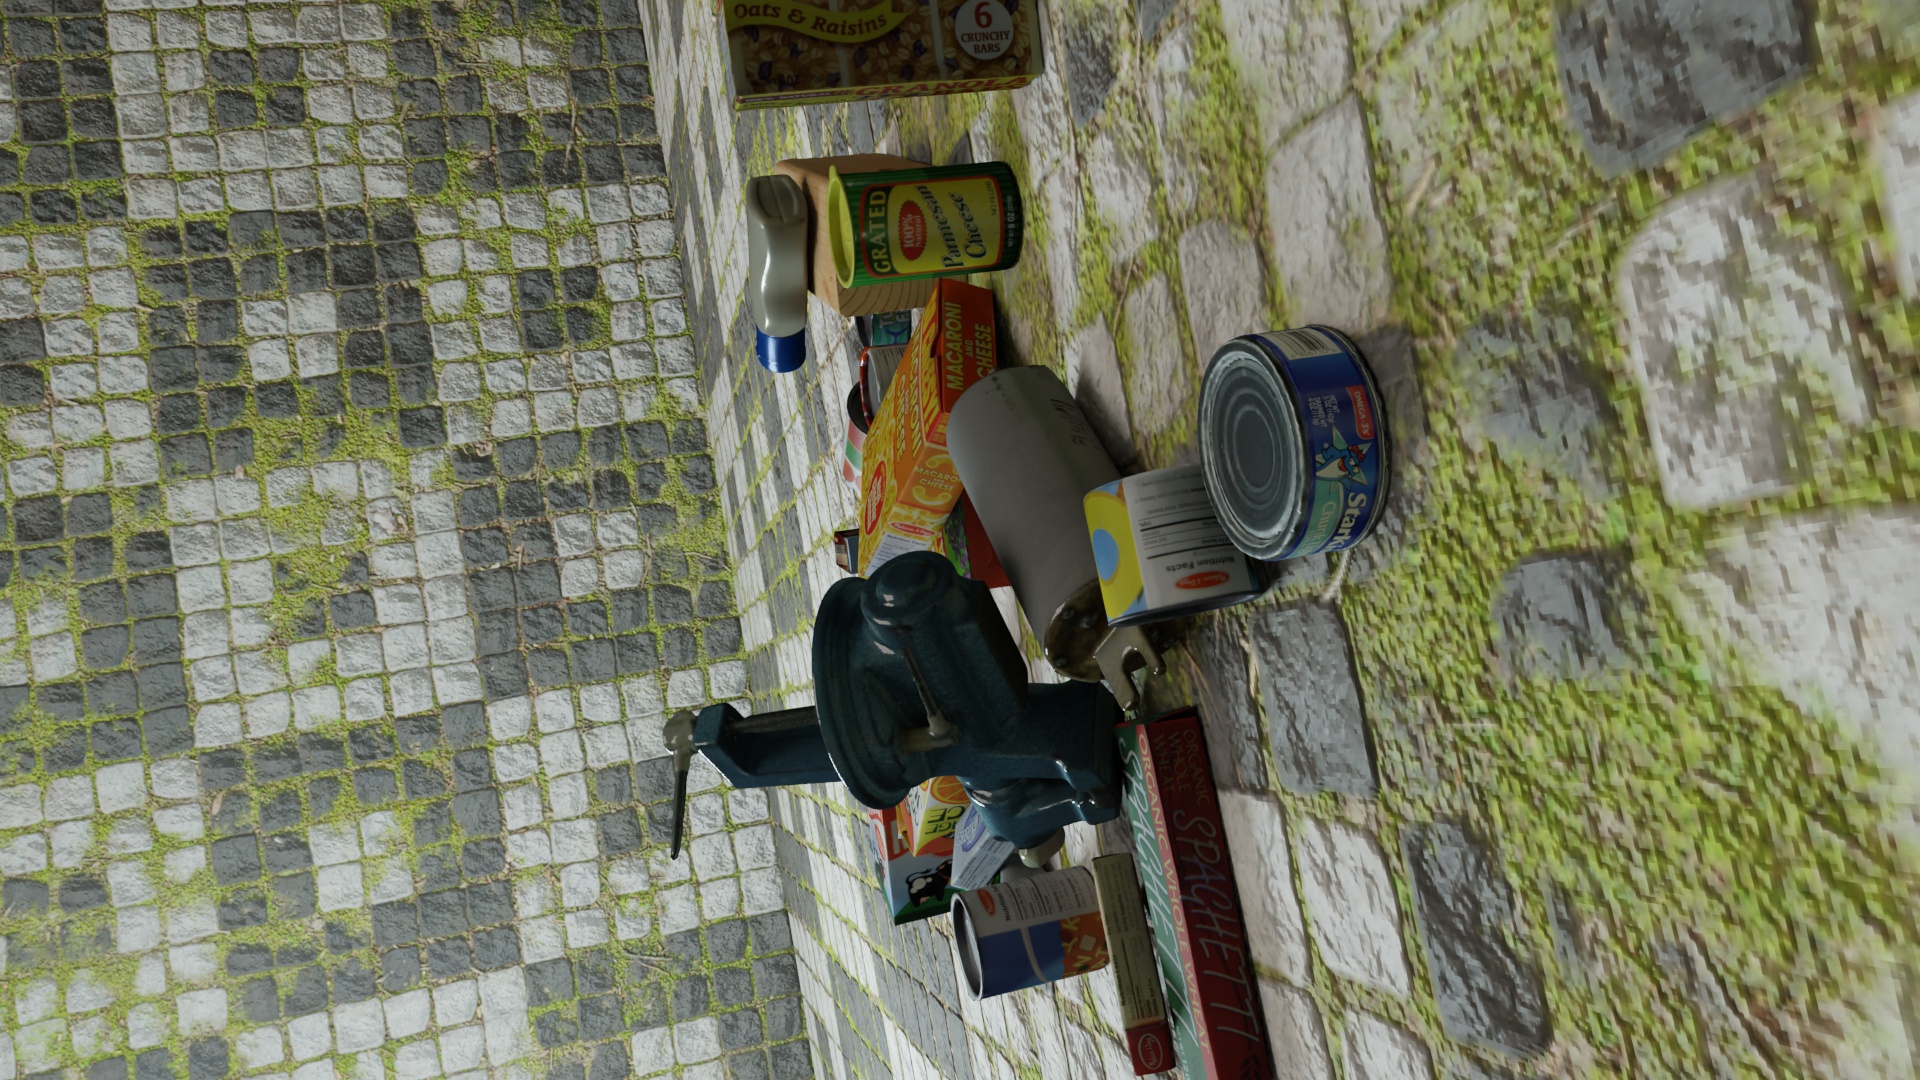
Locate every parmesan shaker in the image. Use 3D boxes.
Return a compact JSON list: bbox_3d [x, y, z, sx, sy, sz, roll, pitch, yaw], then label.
[{"bbox_3d":[-0.022,-0.191,0.824,0.071,0.103,0.071,172,89,-75],"label":"parmesan shaker"}]

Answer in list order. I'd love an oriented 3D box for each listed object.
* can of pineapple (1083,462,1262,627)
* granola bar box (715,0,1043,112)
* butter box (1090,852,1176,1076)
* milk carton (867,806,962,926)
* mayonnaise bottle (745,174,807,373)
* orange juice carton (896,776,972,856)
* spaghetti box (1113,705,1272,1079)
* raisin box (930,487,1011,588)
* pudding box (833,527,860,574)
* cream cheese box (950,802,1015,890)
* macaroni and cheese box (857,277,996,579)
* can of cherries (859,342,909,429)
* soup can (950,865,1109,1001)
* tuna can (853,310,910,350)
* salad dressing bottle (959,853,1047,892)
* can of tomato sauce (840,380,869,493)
[{"bbox_3d":[0.089,0.003,0.593,0.071,0.071,0.058,139,121,-72],"label":"can of pineapple"},{"bbox_3d":[-0.047,-0.298,0.732,0.039,0.166,0.124,-163,65,-74],"label":"granola bar box"},{"bbox_3d":[0.091,0.222,0.737,0.104,0.024,0.052,-98,-5,-48],"label":"butter box"},{"bbox_3d":[-0.038,0.221,1.159,0.072,0.073,0.189,-124,26,-58],"label":"milk carton"},{"bbox_3d":[-0.130,-0.185,0.996,0.147,0.041,0.065,96,160,-50],"label":"mayonnaise bottle"},{"bbox_3d":[-0.004,0.172,1.025,0.191,0.072,0.073,101,156,-51],"label":"orange juice carton"},{"bbox_3d":[0.118,0.207,0.674,0.050,0.029,0.250,141,119,-74],"label":"spaghetti box"},{"bbox_3d":[0.003,-0.012,0.956,0.123,0.040,0.086,-179,81,-74],"label":"raisin box"},{"bbox_3d":[-0.054,0.004,1.090,0.050,0.084,0.030,-156,59,-73],"label":"pudding box"},{"bbox_3d":[0.024,0.192,0.948,0.054,0.024,0.103,-85,18,-46],"label":"cream cheese box"},{"bbox_3d":[-0.024,-0.067,0.899,0.165,0.040,0.124,119,157,-46],"label":"macaroni and cheese box"},{"bbox_3d":[-0.040,-0.111,1.021,0.071,0.058,0.071,173,89,-75],"label":"can of cherries"},{"bbox_3d":[0.043,0.247,0.870,0.071,0.084,0.071,173,89,-75],"label":"soup can"},{"bbox_3d":[-0.064,-0.185,1.117,0.071,0.033,0.071,172,89,-75],"label":"tuna can"},{"bbox_3d":[0.030,0.252,0.998,0.147,0.044,0.064,170,99,-75],"label":"salad dressing bottle"},{"bbox_3d":[-0.058,-0.080,1.097,0.082,0.071,0.071,105,152,-57],"label":"can of tomato sauce"}]
